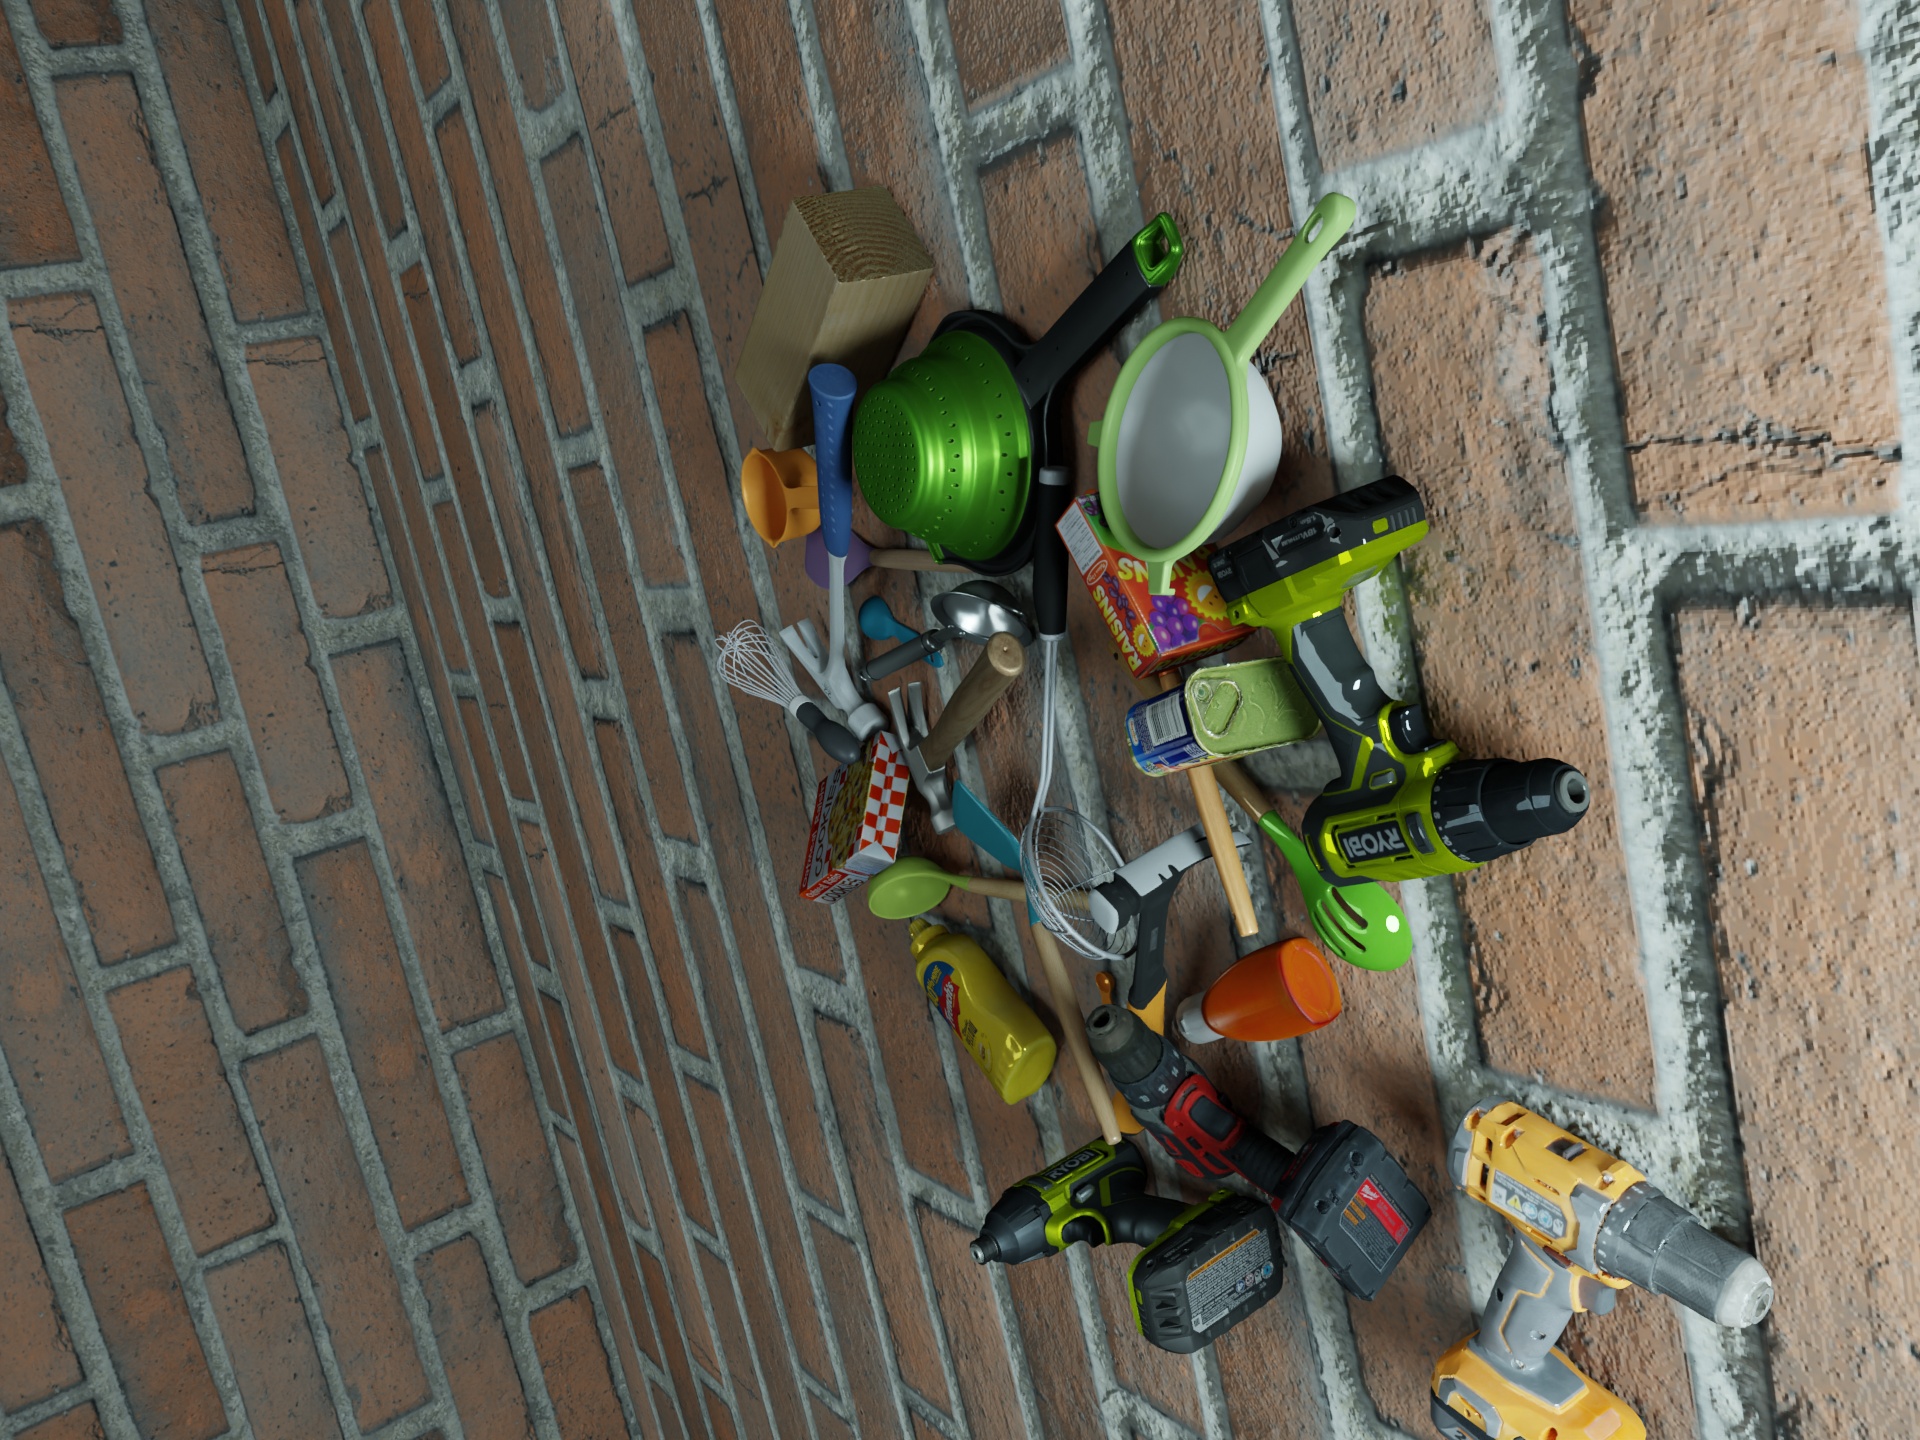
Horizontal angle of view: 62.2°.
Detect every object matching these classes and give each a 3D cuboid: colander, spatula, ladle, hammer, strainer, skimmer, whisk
[{"bbox_3d":[0.018,-0.233,1.141,0.397,0.094,0.205,-38,68,56],"label":"colander"},{"bbox_3d":[0.143,-0.006,1.098,0.081,0.041,0.323,117,139,-71],"label":"spatula"},{"bbox_3d":[0.026,0.158,1.393,0.320,0.078,0.062,0,80,53],"label":"ladle"},{"bbox_3d":[-0.112,-0.146,1.382,0.144,0.035,0.405,49,155,27],"label":"hammer"},{"bbox_3d":[-0.019,-0.071,1.326,0.258,0.086,0.050,-23,42,52],"label":"strainer"},{"bbox_3d":[-0.062,-0.141,1.402,0.316,0.018,0.060,11,98,56],"label":"spatula"},{"bbox_3d":[0.093,-0.001,1.160,0.090,0.127,0.363,9,111,23],"label":"skimmer"},{"bbox_3d":[0.061,0.191,1.275,0.082,0.044,0.318,93,161,-58],"label":"spatula"},{"bbox_3d":[0.174,-0.202,0.954,0.256,0.069,0.152,-55,41,43],"label":"strainer"},{"bbox_3d":[-0.171,-0.027,1.583,0.285,0.070,0.070,39,137,48],"label":"whisk"},{"bbox_3d":[0.146,0.211,1.209,0.034,0.127,0.336,44,150,35],"label":"hammer"},{"bbox_3d":[-0.002,-0.004,1.307,0.130,0.031,0.331,65,162,11],"label":"hammer"}]

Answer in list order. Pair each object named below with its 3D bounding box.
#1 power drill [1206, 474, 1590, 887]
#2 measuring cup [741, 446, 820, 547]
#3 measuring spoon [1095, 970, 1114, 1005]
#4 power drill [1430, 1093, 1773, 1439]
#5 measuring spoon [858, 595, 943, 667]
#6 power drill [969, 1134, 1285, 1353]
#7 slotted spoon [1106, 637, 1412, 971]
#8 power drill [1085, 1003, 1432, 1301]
[{"bbox_3d":[0.249,-0.018,0.921,0.190,0.080,0.228,-24,88,59],"label":"power drill"},{"bbox_3d":[-0.139,-0.210,1.460,0.174,0.052,0.095,10,115,54],"label":"measuring cup"},{"bbox_3d":[0.132,0.260,1.325,0.021,0.011,0.117,9,118,56],"label":"measuring spoon"},{"bbox_3d":[0.368,0.356,0.934,0.185,0.084,0.226,25,122,49],"label":"power drill"},{"bbox_3d":[-0.058,-0.074,1.429,0.129,0.021,0.042,37,135,46],"label":"measuring spoon"},{"bbox_3d":[0.127,0.409,1.258,0.223,0.171,0.080,4,109,54],"label":"power drill"},{"bbox_3d":[0.193,0.050,1.094,0.314,0.031,0.070,53,142,31],"label":"slotted spoon"},{"bbox_3d":[0.194,0.288,1.108,0.227,0.080,0.187,21,155,54],"label":"power drill"}]
